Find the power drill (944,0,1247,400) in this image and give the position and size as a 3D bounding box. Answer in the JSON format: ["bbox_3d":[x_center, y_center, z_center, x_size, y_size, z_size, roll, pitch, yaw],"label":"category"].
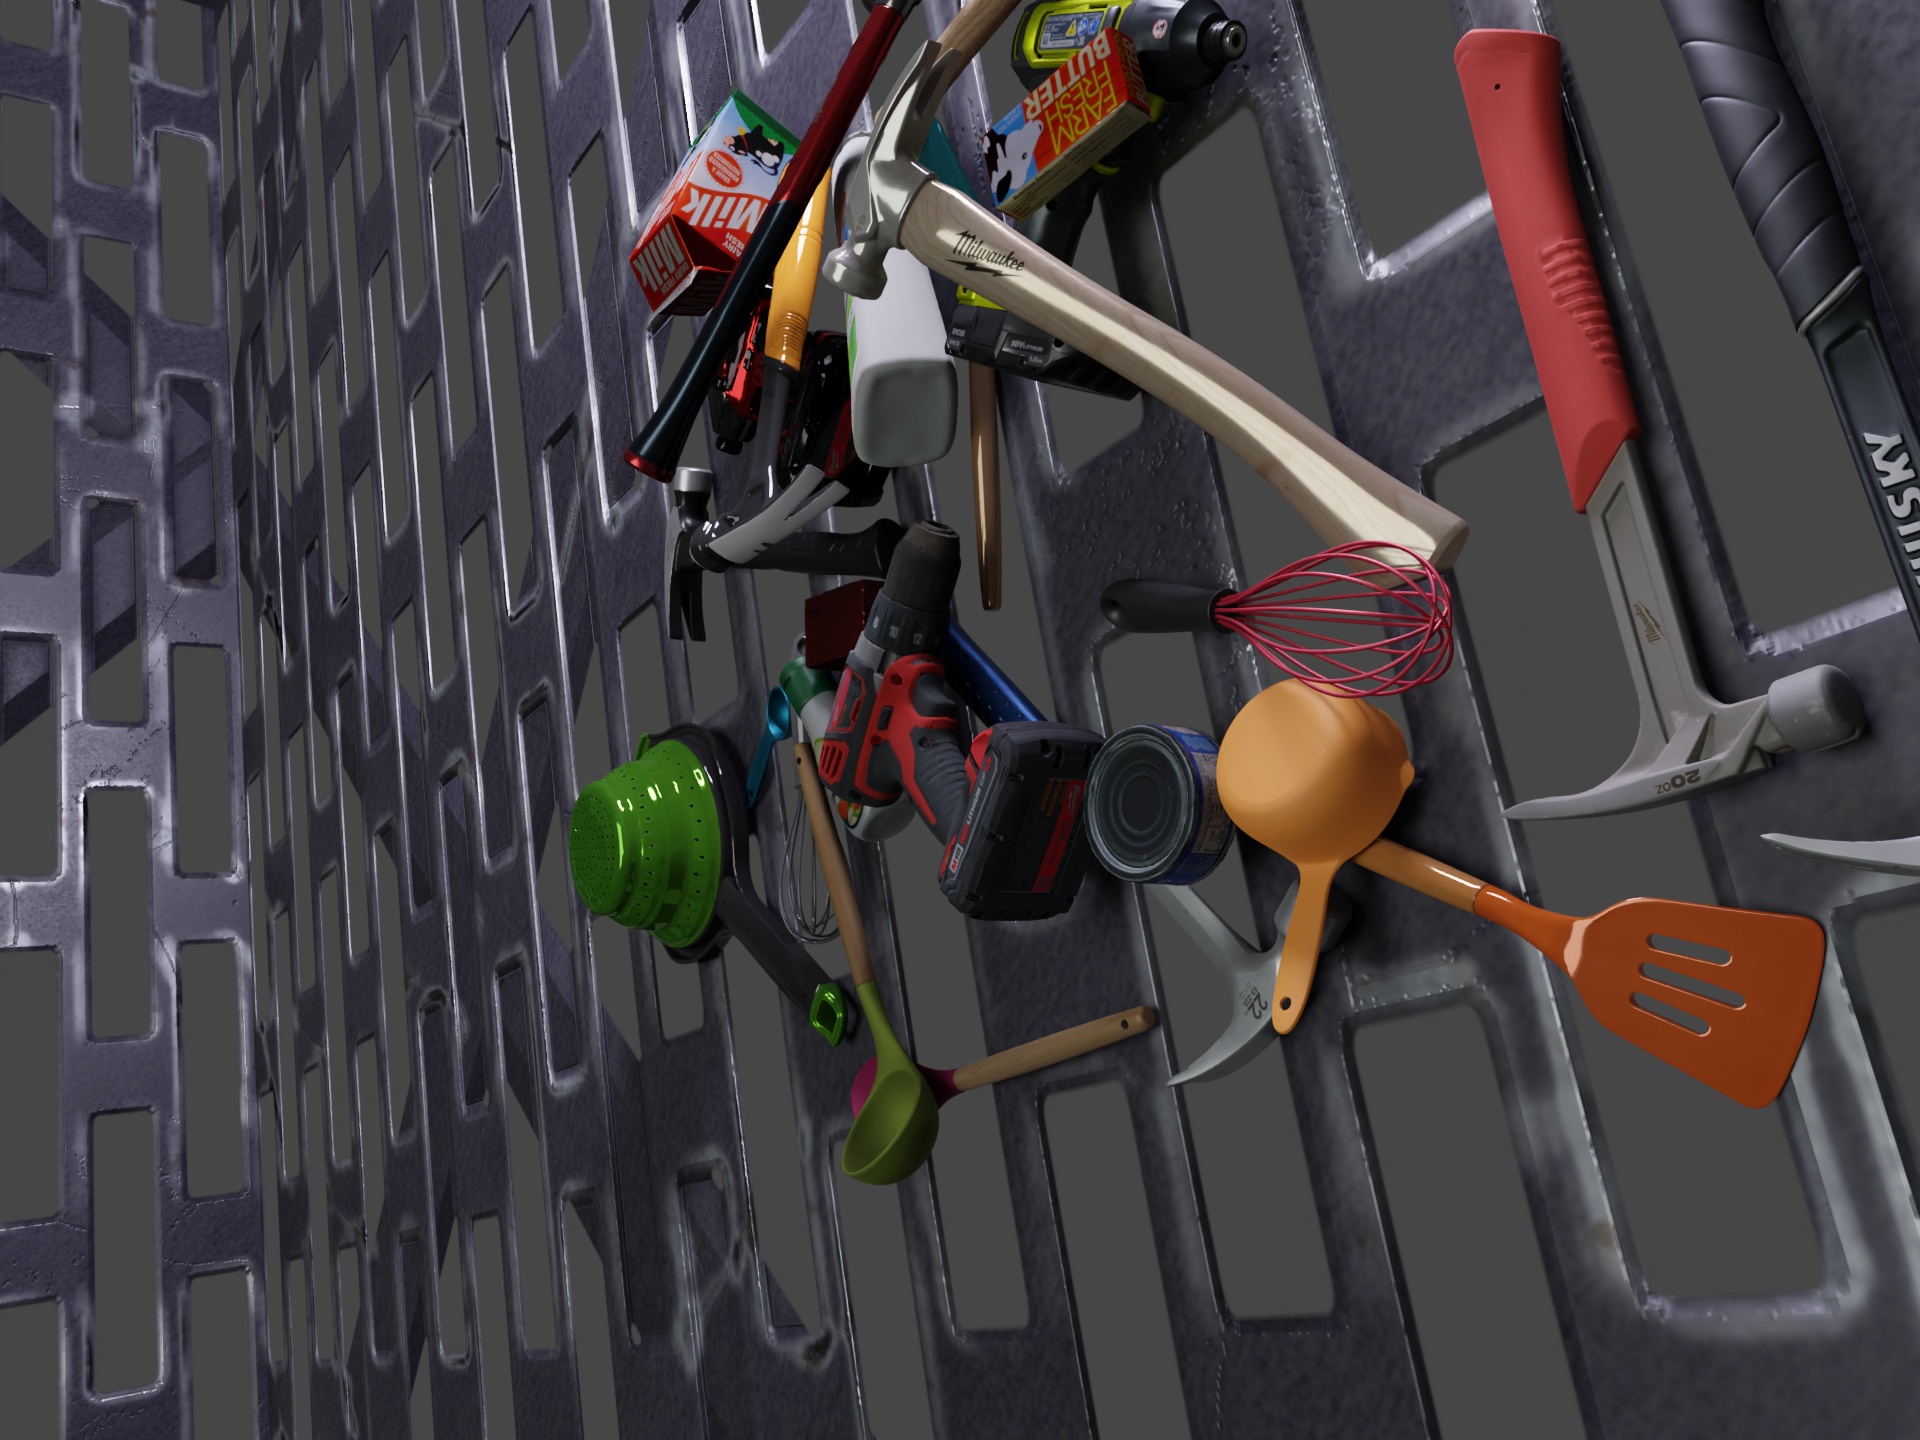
[{"bbox_3d":[0.078,-0.309,0.928,0.171,0.080,0.223,27,106,50],"label":"power drill"}]

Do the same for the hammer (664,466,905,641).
[{"bbox_3d":[-0.144,-0.126,1.241,0.335,0.035,0.146,10,95,52],"label":"hammer"}]

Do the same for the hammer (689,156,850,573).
[{"bbox_3d":[-0.115,-0.263,1.082,0.127,0.034,0.337,-24,51,40],"label":"hammer"}]

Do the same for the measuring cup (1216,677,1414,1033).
[{"bbox_3d":[0.158,0.060,0.767,0.095,0.052,0.174,-11,56,50],"label":"measuring cup"}]

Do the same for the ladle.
[{"bbox_3d":[-0.080,0.156,1.085,0.078,0.062,0.320,-39,58,38],"label":"ladle"}]

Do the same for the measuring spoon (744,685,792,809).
[{"bbox_3d":[-0.146,0.025,1.254,0.042,0.021,0.128,62,142,36],"label":"measuring spoon"}]

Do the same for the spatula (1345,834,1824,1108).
[{"bbox_3d":[0.232,0.076,0.743,0.323,0.041,0.081,26,108,55],"label":"spatula"}]

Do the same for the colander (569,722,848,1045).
[{"bbox_3d":[-0.220,0.139,1.268,0.397,0.094,0.204,38,120,46],"label":"colander"}]

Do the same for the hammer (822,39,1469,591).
[{"bbox_3d":[0.093,-0.206,0.831,0.411,0.038,0.146,40,119,25],"label":"hammer"}]

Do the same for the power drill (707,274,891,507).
[{"bbox_3d":[-0.128,-0.244,1.196,0.220,0.078,0.143,43,120,49],"label":"power drill"}]

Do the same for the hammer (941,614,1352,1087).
[{"bbox_3d":[0.066,0.044,0.951,0.406,0.035,0.144,49,125,43],"label":"hammer"}]

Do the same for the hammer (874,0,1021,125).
[{"bbox_3d":[0.051,-0.464,0.939,0.331,0.031,0.130,-37,21,43],"label":"hammer"}]

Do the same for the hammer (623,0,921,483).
[{"bbox_3d":[-0.115,-0.331,1.047,0.386,0.038,0.143,-61,24,5],"label":"hammer"}]

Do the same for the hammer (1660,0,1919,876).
[{"bbox_3d":[0.328,-0.137,0.597,0.149,0.036,0.409,-21,67,31],"label":"hammer"}]

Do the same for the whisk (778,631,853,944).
[{"bbox_3d":[-0.109,0.047,1.177,0.055,0.055,0.239,-24,65,50],"label":"whisk"}]

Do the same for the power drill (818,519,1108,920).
[{"bbox_3d":[-0.002,-0.003,0.955,0.227,0.080,0.188,40,118,50],"label":"power drill"}]

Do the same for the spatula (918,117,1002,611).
[{"bbox_3d":[0.003,-0.229,1.046,0.082,0.044,0.317,158,110,-76],"label":"spatula"}]

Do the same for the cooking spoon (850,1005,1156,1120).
[{"bbox_3d":[0.016,0.226,1.019,0.319,0.017,0.069,-32,66,48],"label":"cooking spoon"}]

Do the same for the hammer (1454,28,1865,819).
[{"bbox_3d":[0.267,-0.139,0.698,0.149,0.036,0.359,-27,67,49],"label":"hammer"}]

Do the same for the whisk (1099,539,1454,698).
[{"bbox_3d":[0.146,-0.054,0.806,0.296,0.073,0.073,-166,81,-66],"label":"whisk"}]
